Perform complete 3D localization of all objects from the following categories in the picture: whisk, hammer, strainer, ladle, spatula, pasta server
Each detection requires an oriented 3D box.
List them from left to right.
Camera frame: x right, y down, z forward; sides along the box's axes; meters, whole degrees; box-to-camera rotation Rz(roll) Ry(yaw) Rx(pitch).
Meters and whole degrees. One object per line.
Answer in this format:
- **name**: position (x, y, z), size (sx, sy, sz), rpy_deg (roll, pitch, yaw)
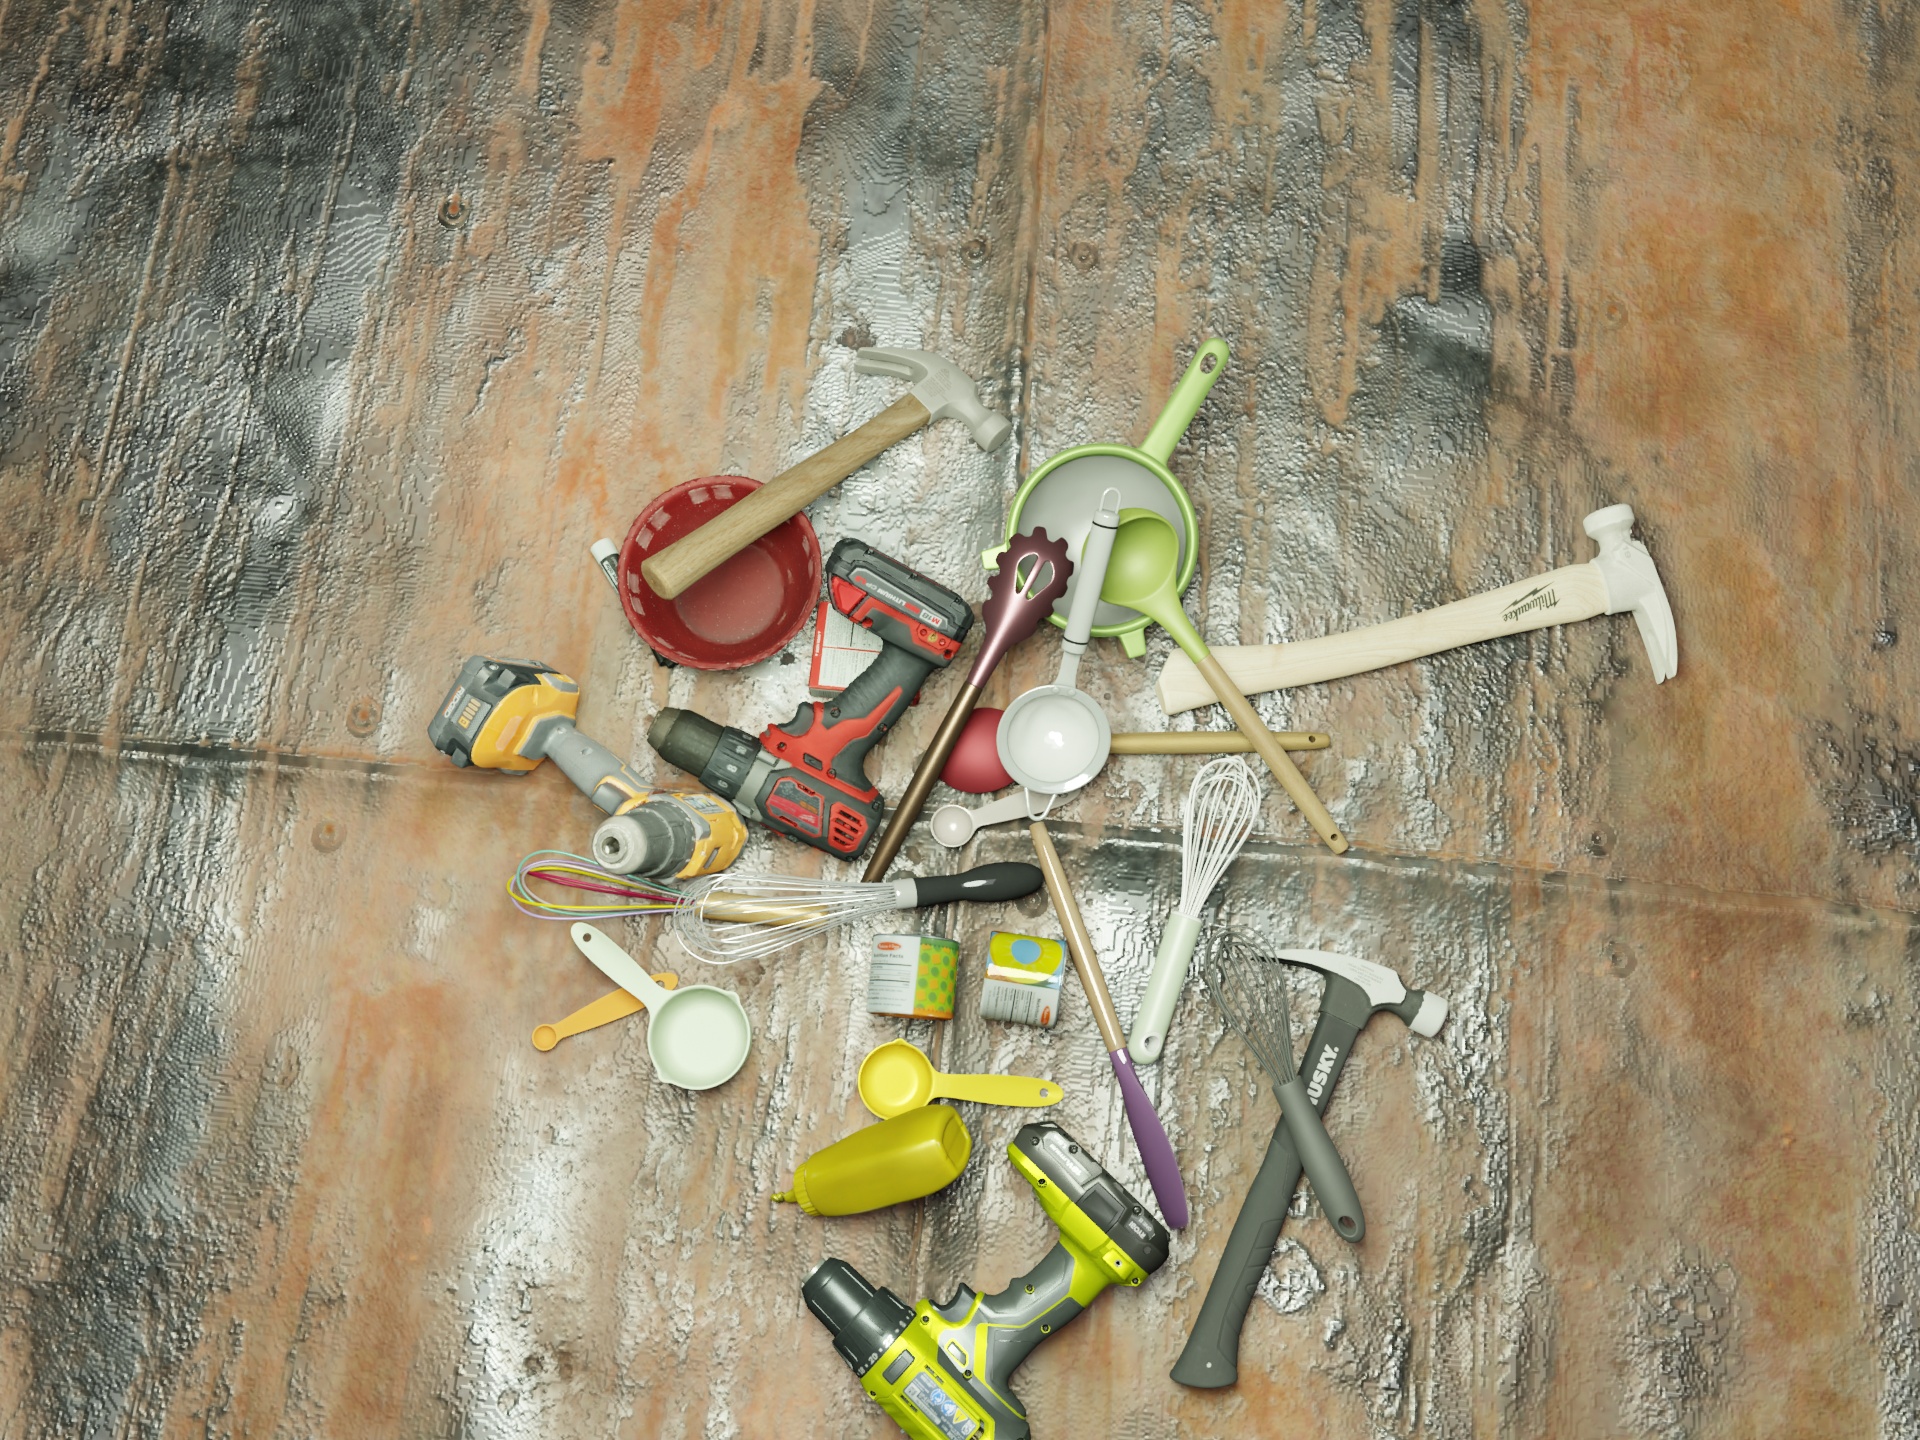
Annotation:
- **whisk**: position (-0.223, 0.134, 1.216), size (0.245, 0.047, 0.051), rpy_deg (7, 88, -3)
- **hammer**: position (-0.114, -0.195, 1.251), size (0.331, 0.031, 0.130), rpy_deg (-39, 77, -28)
- **whisk**: position (-0.074, 0.134, 1.190), size (0.284, 0.070, 0.070), rpy_deg (-5, 76, -14)
- **pasta server**: position (-0.002, -0.004, 1.221), size (0.060, 0.040, 0.316), rpy_deg (28, 95, -2)
- **strainer**: position (0.085, -0.050, 1.186), size (0.087, 0.050, 0.258), rpy_deg (11, 111, -5)
- **spatula**: position (0.110, 0.222, 1.191), size (0.018, 0.059, 0.316), rpy_deg (-13, 71, -20)
- **ladle**: position (0.134, 0.020, 1.251), size (0.315, 0.031, 0.069), rpy_deg (-1, 75, -2)
- **strainer**: position (0.136, -0.187, 1.263), size (0.151, 0.069, 0.256), rpy_deg (31, 90, -2)
- **whisk**: position (0.174, 0.142, 1.211), size (0.057, 0.059, 0.246), rpy_deg (22, 81, -15)
- **ladle**: position (0.201, -0.025, 1.209), size (0.078, 0.062, 0.320), rpy_deg (-36, 95, 5)
- **hammer**: position (0.231, 0.327, 1.169), size (0.146, 0.035, 0.335), rpy_deg (25, 78, 5)
- **whisk**: position (0.238, 0.261, 1.146), size (0.055, 0.055, 0.239), rpy_deg (-22, 83, -5)
- **hammer**: position (0.359, -0.057, 1.265), size (0.410, 0.038, 0.146), rpy_deg (-13, 78, -3)

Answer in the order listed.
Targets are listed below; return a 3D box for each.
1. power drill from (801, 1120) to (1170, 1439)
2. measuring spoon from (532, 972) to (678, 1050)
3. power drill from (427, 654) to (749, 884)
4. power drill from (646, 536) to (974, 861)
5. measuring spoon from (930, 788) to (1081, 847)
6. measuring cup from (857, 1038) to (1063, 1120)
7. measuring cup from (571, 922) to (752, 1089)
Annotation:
- **power drill**: position (0.018, 0.398, 1.131), size (0.190, 0.080, 0.228), rpy_deg (42, 82, 11)
- **measuring spoon**: position (-0.269, 0.220, 1.210), size (0.117, 0.011, 0.021), rpy_deg (-24, 84, -9)
- **power drill**: position (-0.278, 0.042, 1.165), size (0.226, 0.185, 0.084), rpy_deg (34, 97, 11)
- **power drill**: position (-0.111, -0.025, 1.198), size (0.188, 0.080, 0.226), rpy_deg (28, 96, -9)
- **measuring spoon**: position (0.036, 0.072, 1.246), size (0.124, 0.018, 0.034), rpy_deg (-16, 70, -11)
- **measuring cup**: position (-0.001, 0.274, 1.192), size (0.156, 0.029, 0.062), rpy_deg (7, 78, -10)
- **measuring cup**: position (-0.227, 0.210, 1.198), size (0.168, 0.038, 0.083), rpy_deg (39, 79, 11)
